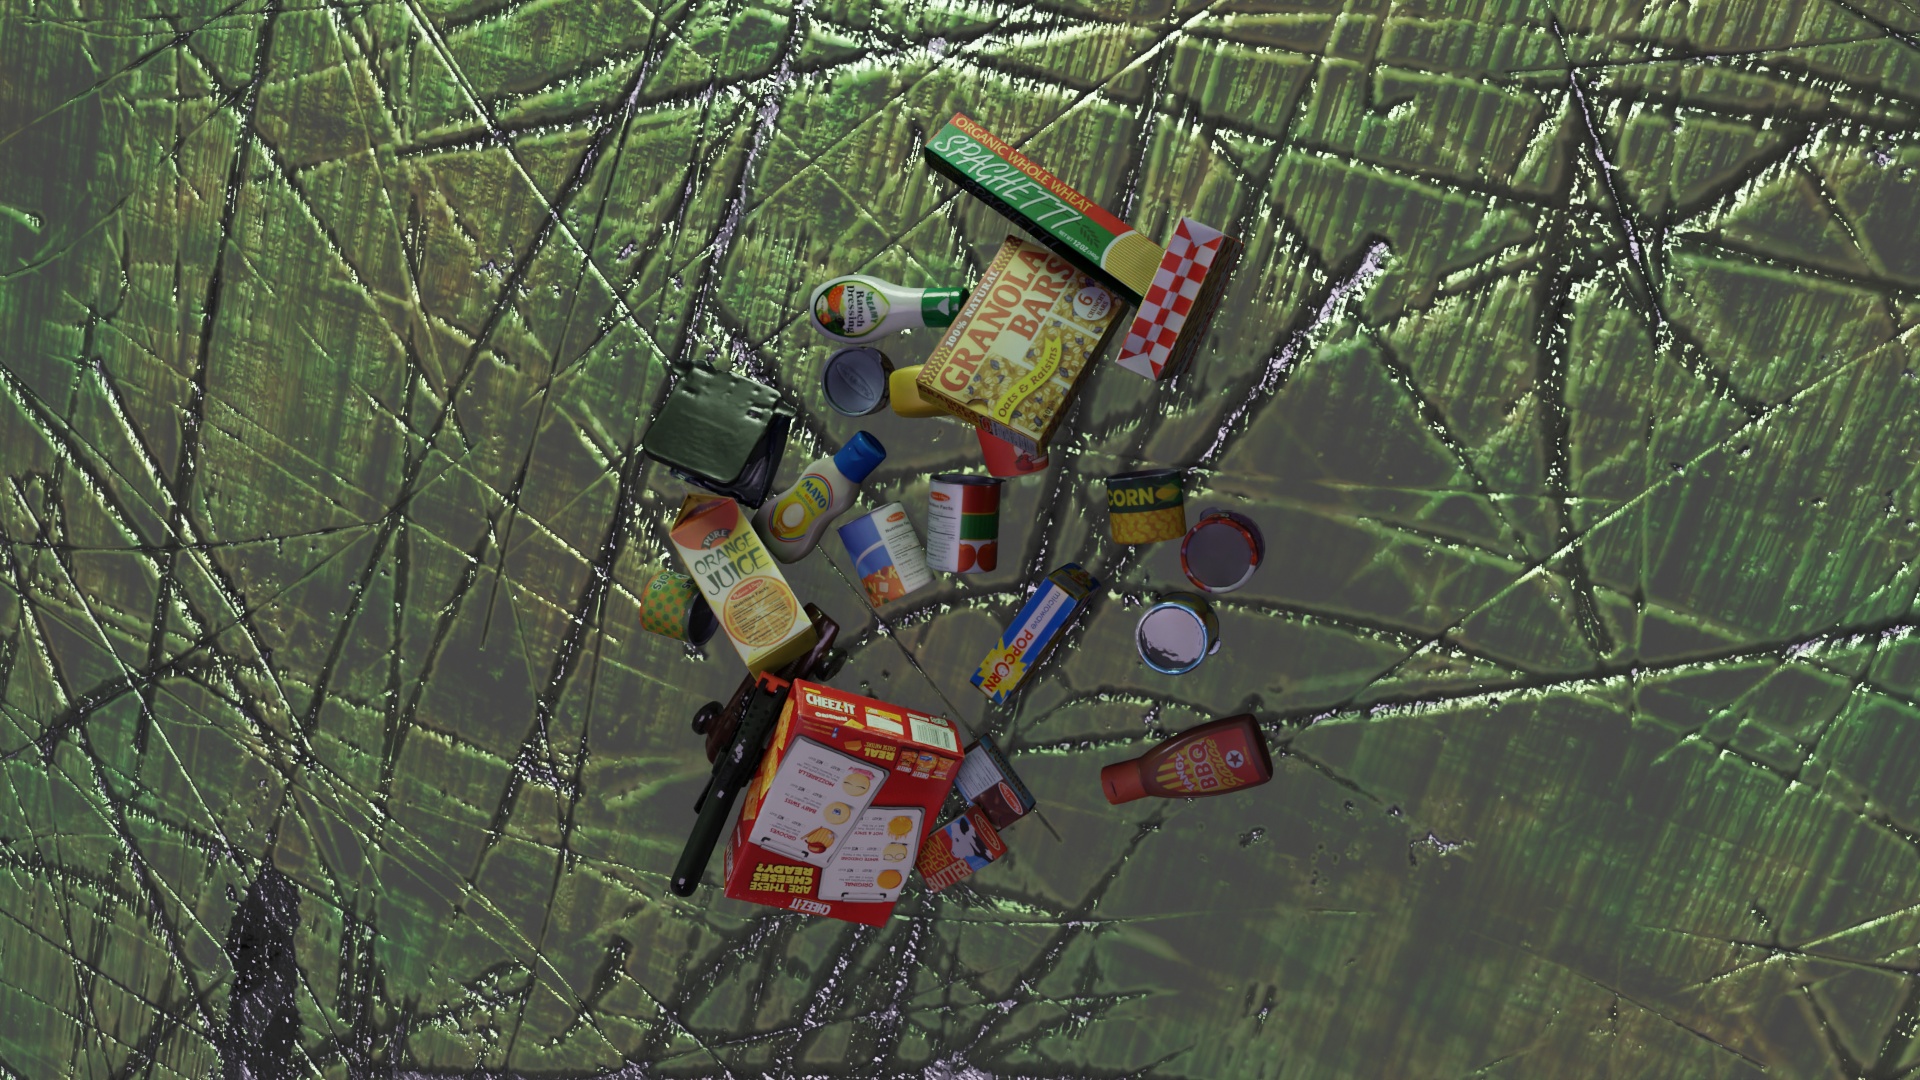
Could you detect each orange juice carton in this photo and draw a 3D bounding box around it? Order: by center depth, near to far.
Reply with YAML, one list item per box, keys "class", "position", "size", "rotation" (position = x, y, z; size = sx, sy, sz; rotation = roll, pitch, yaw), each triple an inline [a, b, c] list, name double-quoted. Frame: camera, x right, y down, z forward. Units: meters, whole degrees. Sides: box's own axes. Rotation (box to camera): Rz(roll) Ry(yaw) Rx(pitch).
- class: "orange juice carton"
  position: [-0.216, 0.031, 1.325]
  size: [0.073, 0.071, 0.193]
  rotation: [-31, 74, -10]

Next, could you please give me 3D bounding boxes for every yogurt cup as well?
- class: "yogurt cup"
  position: [0.049, -0.089, 1.253]
  size: [0.072, 0.072, 0.053]
  rotation: [-5, 104, 20]

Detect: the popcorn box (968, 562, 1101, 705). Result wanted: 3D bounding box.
- class: "popcorn box"
  position: [0.069, 0.083, 1.257]
  size: [0.038, 0.085, 0.126]
  rotation: [39, 108, 10]

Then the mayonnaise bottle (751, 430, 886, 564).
- class: "mayonnaise bottle"
  position: [-0.133, -0.045, 1.335]
  size: [0.147, 0.041, 0.065]
  rotation: [-43, 79, 20]

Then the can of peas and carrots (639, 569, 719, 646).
- class: "can of peas and carrots"
  position: [-0.278, 0.065, 1.387]
  size: [0.059, 0.071, 0.070]
  rotation: [13, 102, 18]

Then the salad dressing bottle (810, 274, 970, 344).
- class: "salad dressing bottle"
  position: [-0.064, -0.215, 1.286]
  size: [0.147, 0.044, 0.064]
  rotation: [1, 96, 19]

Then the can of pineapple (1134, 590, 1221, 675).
- class: "can of pineapple"
  position: [0.193, 0.082, 1.228]
  size: [0.071, 0.058, 0.071]
  rotation: [3, 98, 19]

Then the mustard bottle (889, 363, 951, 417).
- class: "mustard bottle"
  position: [0.018, -0.141, 1.259]
  size: [0.160, 0.065, 0.049]
  rotation: [-5, 90, 14]

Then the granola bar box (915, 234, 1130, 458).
- class: "granola bar box"
  position: [0.056, -0.172, 1.211]
  size: [0.124, 0.039, 0.166]
  rotation: [28, 75, 14]

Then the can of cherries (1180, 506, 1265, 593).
- class: "can of cherries"
  position: [0.226, 0.008, 1.206]
  size: [0.071, 0.058, 0.071]
  rotation: [3, 99, 19]

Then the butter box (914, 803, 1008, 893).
- class: "butter box"
  position: [-0.005, 0.295, 1.327]
  size: [0.103, 0.024, 0.053]
  rotation: [-40, 82, 41]

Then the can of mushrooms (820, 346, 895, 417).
- class: "can of mushrooms"
  position: [-0.094, -0.152, 1.310]
  size: [0.071, 0.033, 0.071]
  rotation: [3, 98, 20]

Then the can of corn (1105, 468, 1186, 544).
- class: "can of corn"
  position: [0.161, -0.030, 1.217]
  size: [0.071, 0.071, 0.058]
  rotation: [-5, 97, 20]

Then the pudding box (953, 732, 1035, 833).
- class: "pudding box"
  position: [0.027, 0.232, 1.322]
  size: [0.049, 0.030, 0.084]
  rotation: [-37, 85, 19]

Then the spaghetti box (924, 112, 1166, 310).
- class: "spaghetti box"
  position: [0.076, -0.290, 1.215]
  size: [0.250, 0.028, 0.050]
  rotation: [38, 76, 15]

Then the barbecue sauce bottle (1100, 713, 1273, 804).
- class: "barbecue sauce bottle"
  position: [0.201, 0.203, 1.249]
  size: [0.148, 0.044, 0.065]
  rotation: [-19, 92, 21]

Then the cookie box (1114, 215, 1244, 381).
- class: "cookie box"
  position: [0.182, -0.197, 1.136]
  size: [0.040, 0.168, 0.122]
  rotation: [26, 105, 11]

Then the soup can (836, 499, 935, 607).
- class: "soup can"
  position: [-0.071, 0.014, 1.309]
  size: [0.071, 0.071, 0.084]
  rotation: [-25, 89, 21]

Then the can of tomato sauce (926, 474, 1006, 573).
- class: "can of tomato sauce"
  position: [0.005, -0.016, 1.278]
  size: [0.071, 0.071, 0.083]
  rotation: [6, 100, 19]
